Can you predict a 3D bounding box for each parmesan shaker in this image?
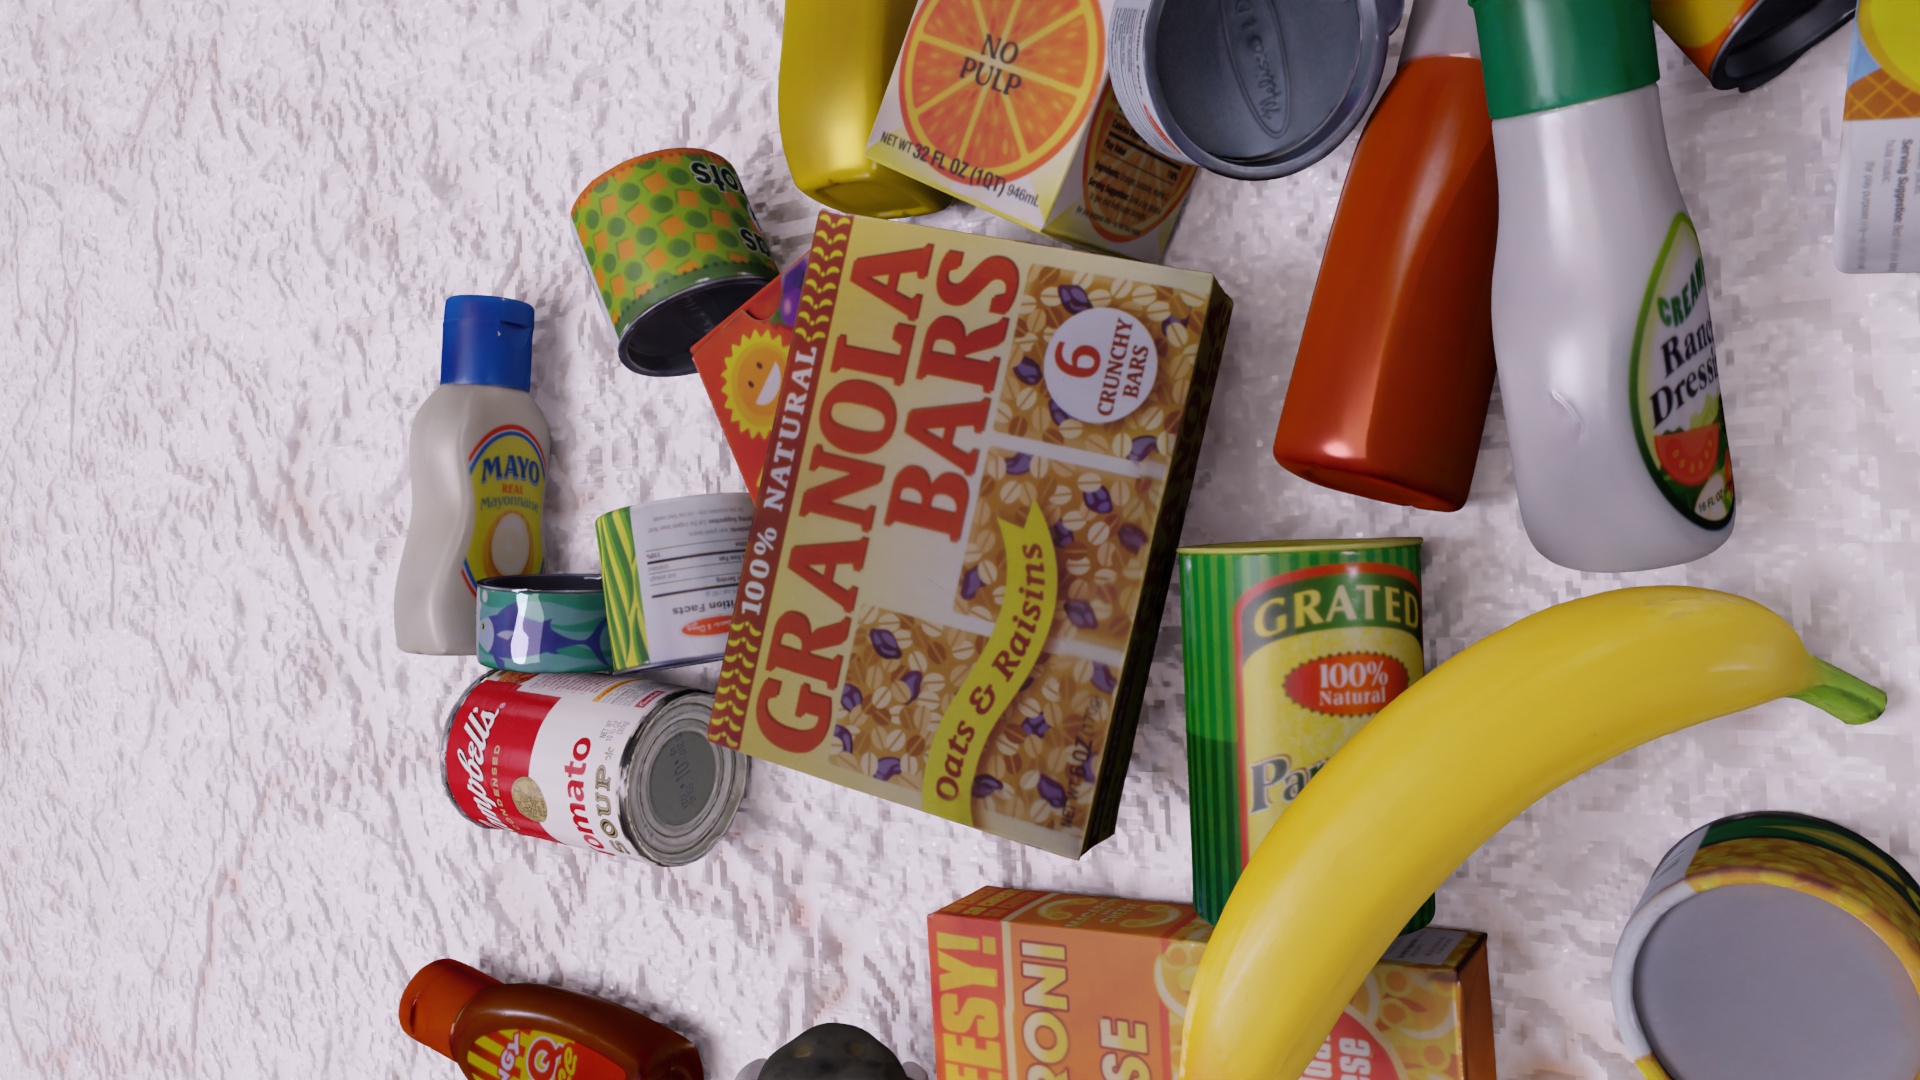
[{"bbox_3d":[0.098,0.051,0.384,0.071,0.071,0.103,-3,90,34],"label":"parmesan shaker"}]

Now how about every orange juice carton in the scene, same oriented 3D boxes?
[{"bbox_3d":[0.051,-0.185,0.404,0.072,0.073,0.192,30,107,30],"label":"orange juice carton"}]

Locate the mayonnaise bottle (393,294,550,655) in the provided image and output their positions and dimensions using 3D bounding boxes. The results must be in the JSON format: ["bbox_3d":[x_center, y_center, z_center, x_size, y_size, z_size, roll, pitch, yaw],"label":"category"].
[{"bbox_3d":[-0.201,-0.027,0.582,0.041,0.065,0.148,1,88,30],"label":"mayonnaise bottle"}]

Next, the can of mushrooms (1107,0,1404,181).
[{"bbox_3d":[0.075,-0.129,0.359,0.033,0.071,0.071,-125,53,-66],"label":"can of mushrooms"}]

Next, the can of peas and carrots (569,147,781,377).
[{"bbox_3d":[-0.101,-0.103,0.512,0.070,0.071,0.059,-32,73,30],"label":"can of peas and carrots"}]

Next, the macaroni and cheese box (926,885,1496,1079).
[{"bbox_3d":[0.072,0.175,0.417,0.166,0.040,0.123,-4,90,33],"label":"macaroni and cheese box"}]

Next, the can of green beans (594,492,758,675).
[{"bbox_3d":[-0.098,0.016,0.510,0.071,0.071,0.058,-12,84,33],"label":"can of green beans"}]

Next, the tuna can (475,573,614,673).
[{"bbox_3d":[-0.154,0.032,0.549,0.071,0.071,0.033,4,94,33],"label":"tuna can"}]

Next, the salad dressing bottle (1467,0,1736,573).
[{"bbox_3d":[0.151,-0.068,0.330,0.044,0.064,0.147,1,111,48],"label":"salad dressing bottle"}]

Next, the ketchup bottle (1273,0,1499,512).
[{"bbox_3d":[0.125,-0.085,0.366,0.043,0.065,0.148,13,90,43],"label":"ketchup bottle"}]

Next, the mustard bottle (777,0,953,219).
[{"bbox_3d":[-0.027,-0.191,0.464,0.049,0.065,0.160,-2,84,31],"label":"mustard bottle"}]

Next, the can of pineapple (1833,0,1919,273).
[{"bbox_3d":[0.224,-0.092,0.297,0.058,0.071,0.071,7,95,33],"label":"can of pineapple"}]

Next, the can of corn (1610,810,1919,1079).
[{"bbox_3d":[0.194,0.102,0.324,0.071,0.058,0.071,1,92,34],"label":"can of corn"}]

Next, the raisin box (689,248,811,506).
[{"bbox_3d":[-0.035,-0.035,0.484,0.086,0.040,0.123,-33,73,30],"label":"raisin box"}]

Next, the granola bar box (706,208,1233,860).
[{"bbox_3d":[0.001,-0.005,0.415,0.124,0.039,0.165,14,93,20],"label":"granola bar box"}]

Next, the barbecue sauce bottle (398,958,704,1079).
[{"bbox_3d":[-0.174,0.215,0.578,0.148,0.044,0.064,11,98,33],"label":"barbecue sauce bottle"}]

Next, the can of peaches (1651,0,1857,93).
[{"bbox_3d":[0.185,-0.148,0.323,0.071,0.071,0.058,-41,70,27],"label":"can of peaches"}]
